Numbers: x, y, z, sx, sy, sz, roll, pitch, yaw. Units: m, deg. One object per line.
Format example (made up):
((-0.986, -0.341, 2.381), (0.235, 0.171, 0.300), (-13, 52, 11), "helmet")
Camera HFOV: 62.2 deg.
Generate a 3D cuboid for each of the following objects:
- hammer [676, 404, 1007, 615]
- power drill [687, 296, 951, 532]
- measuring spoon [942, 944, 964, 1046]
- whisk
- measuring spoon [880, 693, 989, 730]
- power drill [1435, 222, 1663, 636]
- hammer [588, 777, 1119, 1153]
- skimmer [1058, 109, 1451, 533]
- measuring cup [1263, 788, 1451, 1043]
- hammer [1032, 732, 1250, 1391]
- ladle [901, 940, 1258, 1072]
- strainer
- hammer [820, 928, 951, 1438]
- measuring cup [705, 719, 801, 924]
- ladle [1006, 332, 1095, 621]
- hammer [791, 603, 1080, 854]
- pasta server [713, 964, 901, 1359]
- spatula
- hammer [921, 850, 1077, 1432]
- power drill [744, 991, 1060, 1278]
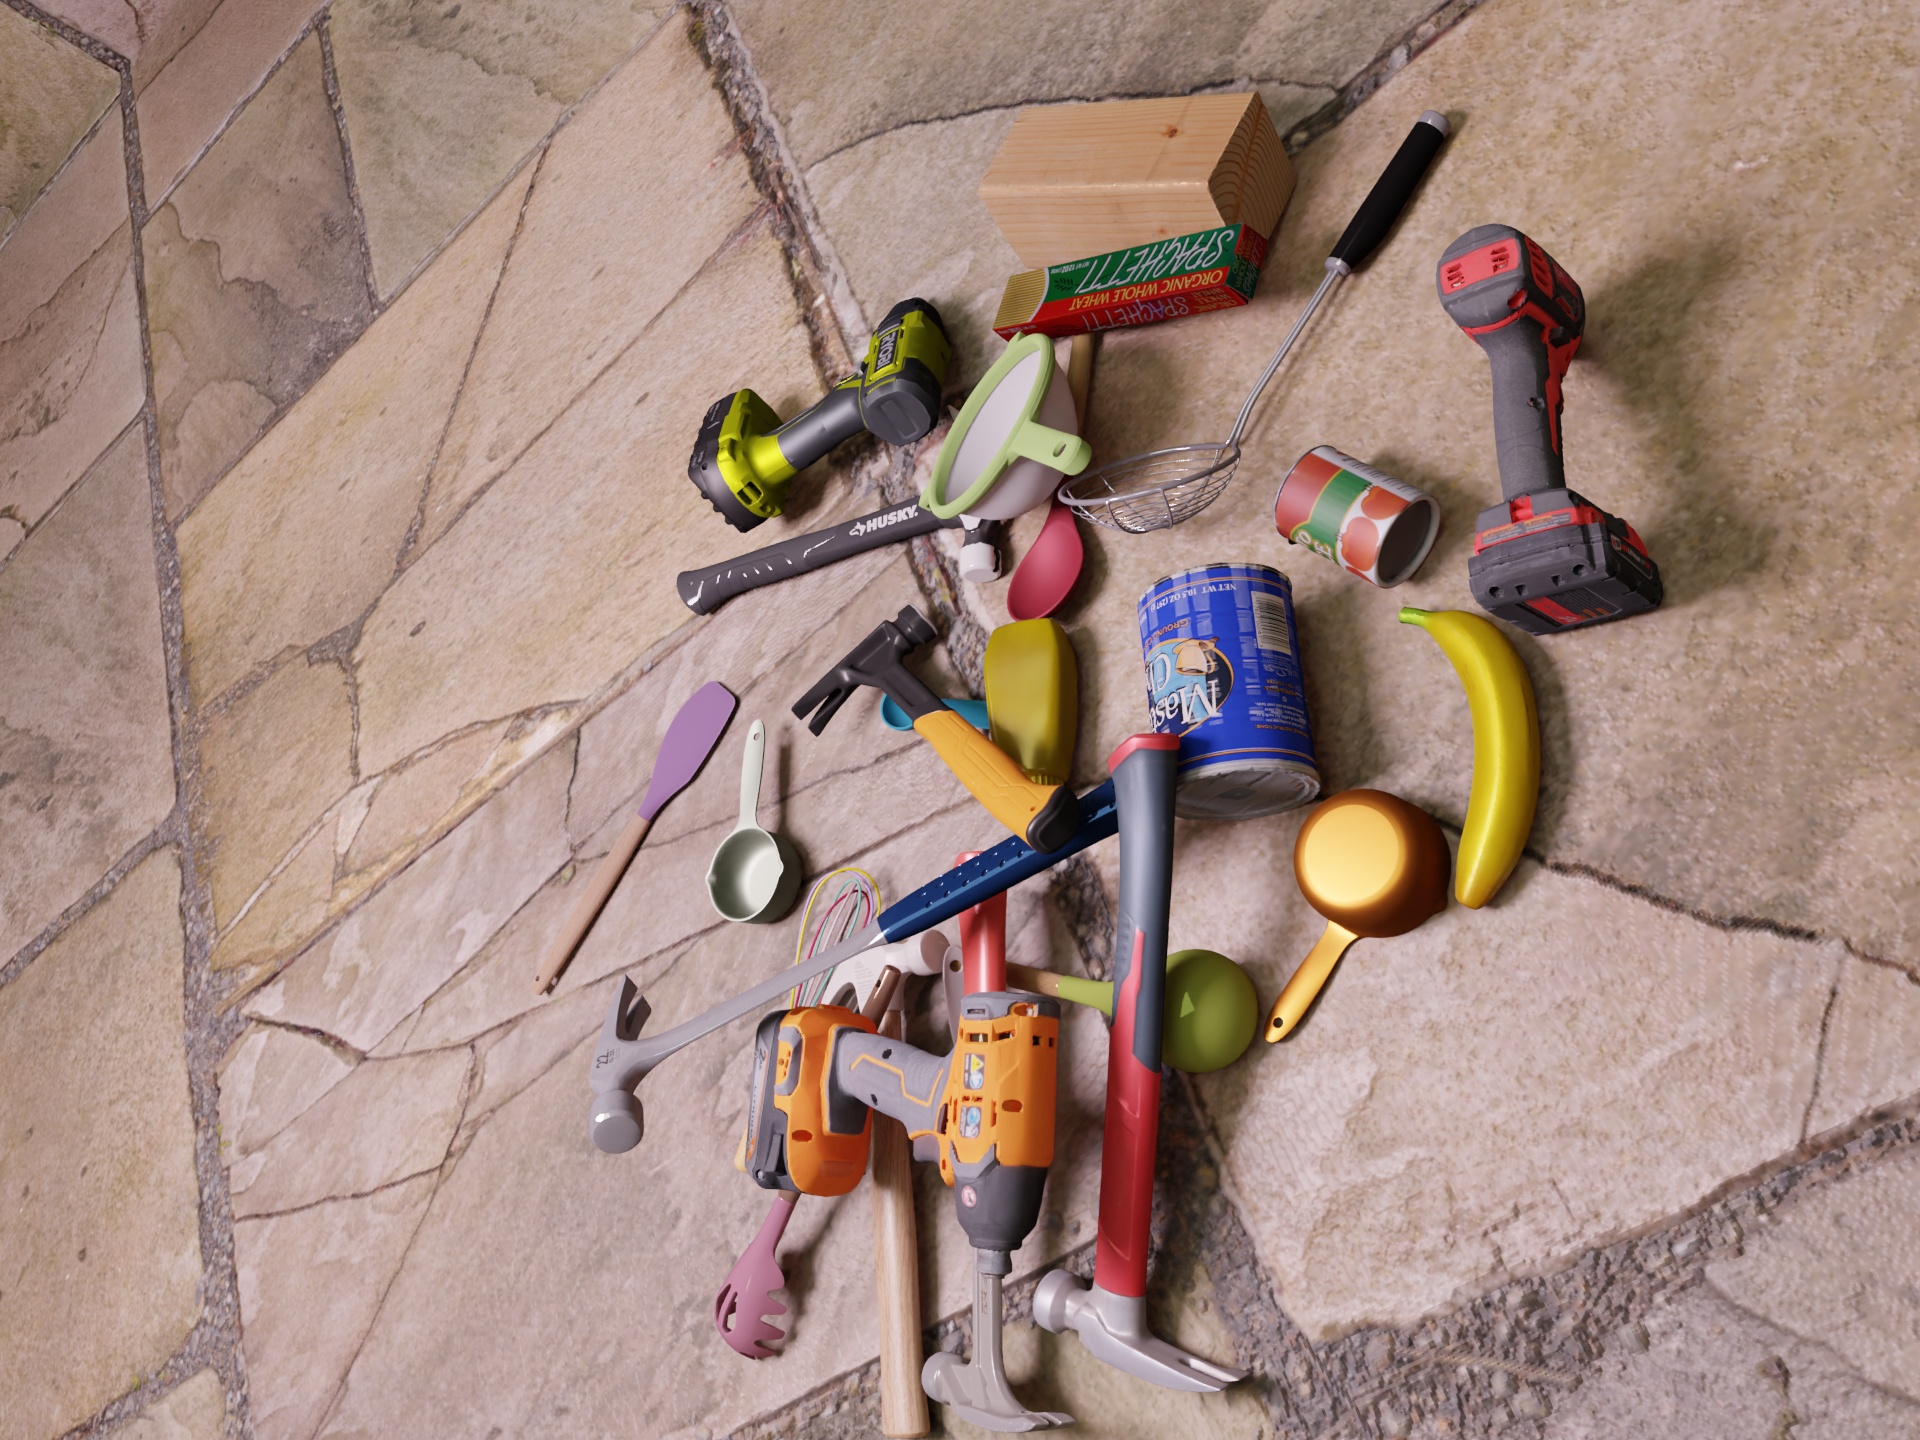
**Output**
((-0.108, -0.151, 1.321), (0.335, 0.035, 0.146), (-13, 68, 33), "hammer")
((-0.110, -0.260, 1.320), (0.223, 0.080, 0.171), (-24, 37, 25), "power drill")
((0.003, 0.218, 1.105), (0.034, 0.018, 0.124), (-7, 85, -4), "measuring spoon")
((-0.117, 0.227, 1.197), (0.051, 0.047, 0.245), (23, 93, 51), "whisk")
((-0.002, -0.004, 1.208), (0.129, 0.021, 0.042), (8, 72, 29), "measuring spoon")
((0.343, -0.169, 0.934), (0.078, 0.143, 0.220), (-15, 73, 37), "power drill")
((-0.061, 0.137, 1.033), (0.405, 0.035, 0.144), (-28, 27, 3), "hammer")
((0.205, -0.278, 1.097), (0.363, 0.090, 0.127), (-56, 20, 4), "skimmer")
((0.225, 0.121, 0.969), (0.095, 0.052, 0.173), (35, 94, 39), "measuring cup")
((0.118, 0.201, 0.960), (0.143, 0.038, 0.386), (7, 95, 43), "hammer")
((0.059, 0.177, 1.089), (0.320, 0.062, 0.078), (4, 89, 44), "ladle")
((0.058, -0.187, 1.114), (0.151, 0.069, 0.256), (-59, 22, 6), "strainer")
((-0.050, 0.319, 1.109), (0.130, 0.031, 0.331), (-22, 66, 44), "hammer")
((-0.159, 0.082, 1.279), (0.083, 0.038, 0.168), (-12, 66, 33), "measuring cup")
((0.083, -0.218, 1.208), (0.069, 0.031, 0.315), (-6, 69, 44), "ladle")
((-0.014, 0.014, 1.105), (0.127, 0.034, 0.337), (-42, 31, -4), "hammer")
((-0.106, 0.316, 1.132), (0.060, 0.040, 0.316), (33, 102, 46), "pasta server")
((-0.289, 0.104, 1.379), (0.060, 0.018, 0.316), (35, 96, 40), "spatula")
((0.021, 0.263, 1.030), (0.149, 0.036, 0.359), (-24, 62, 59), "hammer")
((-0.035, 0.255, 0.997), (0.226, 0.084, 0.164), (-10, 70, 42), "power drill")
